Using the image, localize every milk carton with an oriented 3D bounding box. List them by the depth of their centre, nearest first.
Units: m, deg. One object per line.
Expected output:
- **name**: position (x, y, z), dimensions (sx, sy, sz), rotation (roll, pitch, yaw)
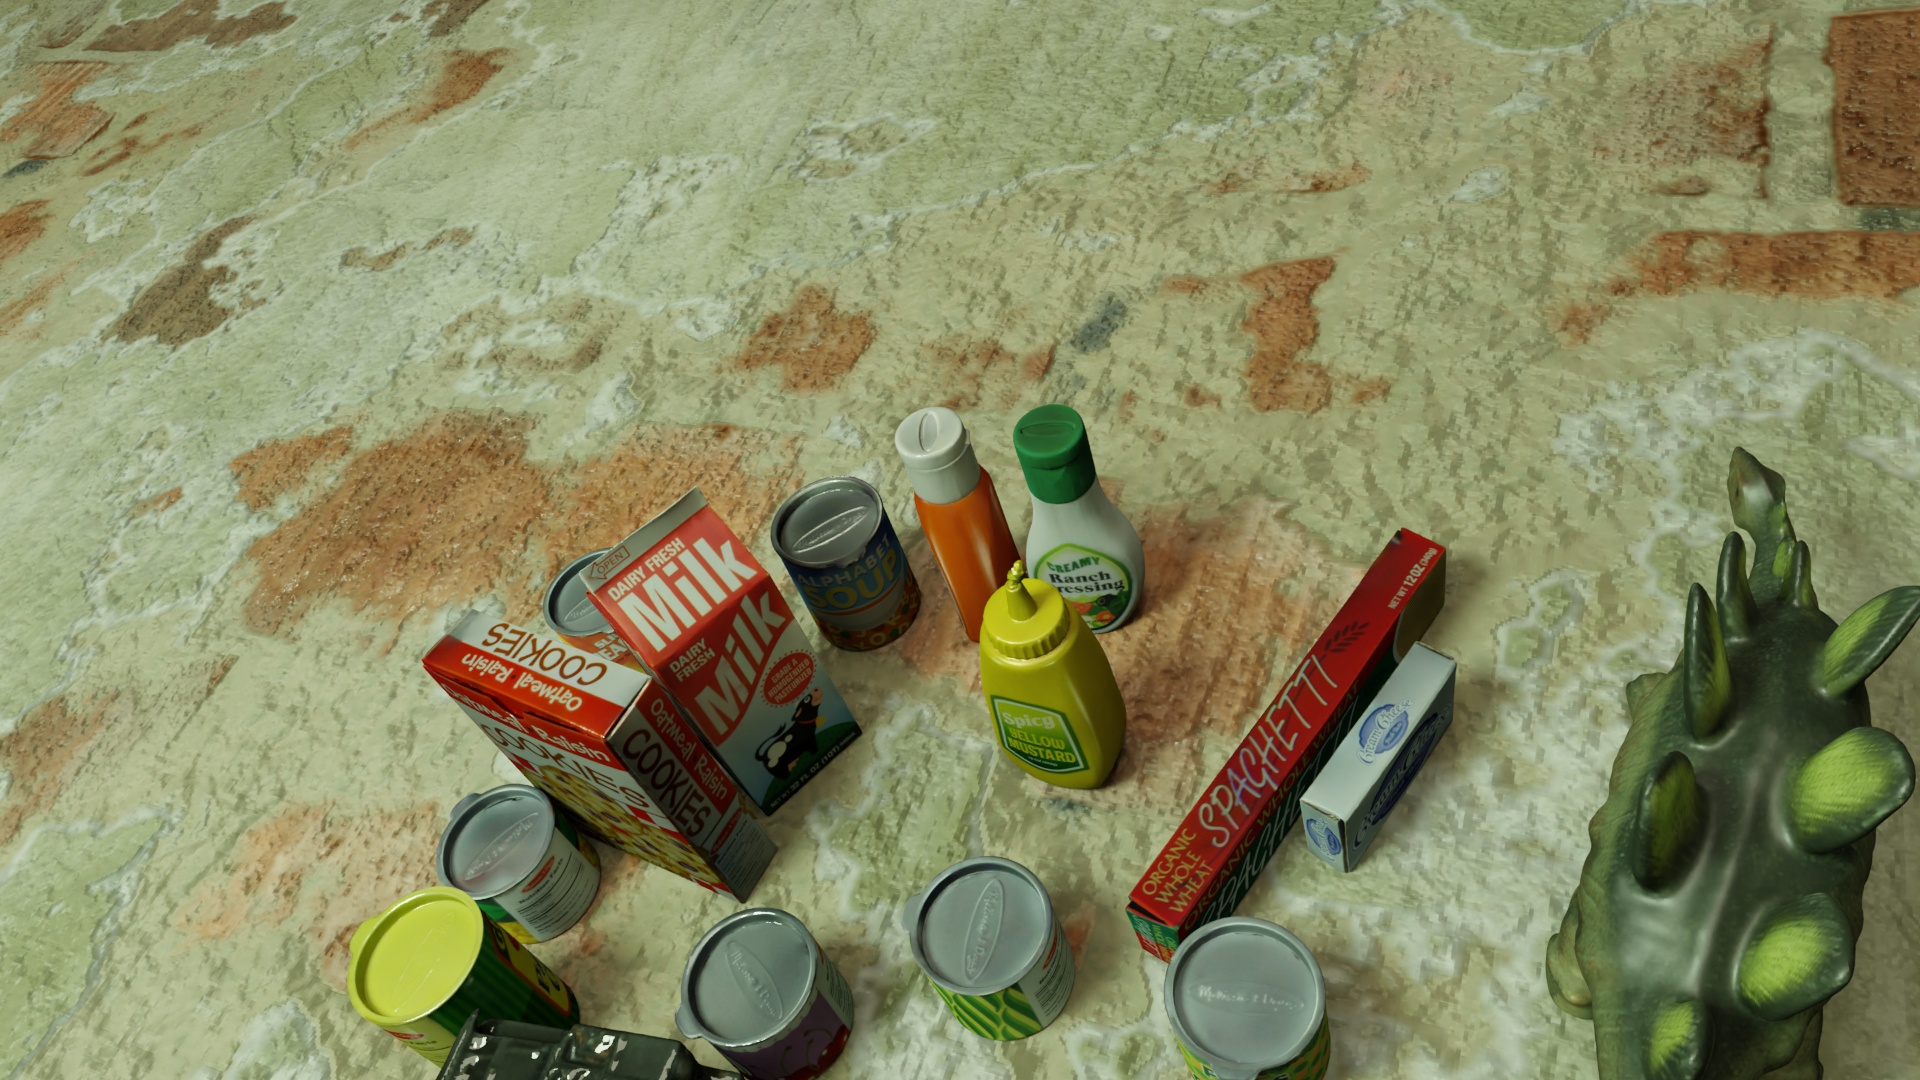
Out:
- **milk carton**: position (-0.126, 0.054, 0.718), dimensions (0.072, 0.189, 0.073), rotation (-40, 50, -17)

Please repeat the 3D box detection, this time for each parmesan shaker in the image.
- **parmesan shaker**: position (-0.238, 0.219, 0.671), dimensions (0.071, 0.102, 0.072), rotation (-9, 48, 11)

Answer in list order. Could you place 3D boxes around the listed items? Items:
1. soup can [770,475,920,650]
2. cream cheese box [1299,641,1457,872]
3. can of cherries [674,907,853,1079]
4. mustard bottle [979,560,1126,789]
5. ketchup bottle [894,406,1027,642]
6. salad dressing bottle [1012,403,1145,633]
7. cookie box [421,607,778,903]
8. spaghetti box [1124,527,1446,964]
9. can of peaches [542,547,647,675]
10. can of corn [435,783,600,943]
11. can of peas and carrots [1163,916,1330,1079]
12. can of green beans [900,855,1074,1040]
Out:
- **soup can**: position (-0.064, 0.016, 0.802), dimensions (0.071, 0.083, 0.072), rotation (-9, 48, 11)
- **cream cheese box**: position (0.200, 0.103, 0.660), dimensions (0.024, 0.053, 0.104), rotation (27, 63, 35)
- **can of cherries**: position (-0.092, 0.217, 0.654), dimensions (0.071, 0.058, 0.072), rotation (-9, 48, 11)
- **mustard bottle**: position (0.039, 0.063, 0.676), dimensions (0.065, 0.159, 0.049), rotation (9, 54, 25)
- **ketchup bottle**: position (0.003, -0.010, 0.759), dimensions (0.043, 0.148, 0.065), rotation (-10, 48, 10)
- **salad dressing bottle**: position (0.060, -0.009, 0.740), dimensions (0.064, 0.147, 0.044), rotation (-3, 50, 16)
- **cookie box**: position (-0.178, 0.112, 0.700), dimensions (0.123, 0.166, 0.040), rotation (15, 57, 29)
- **spaghetti box**: position (0.165, 0.098, 0.679), dimensions (0.029, 0.050, 0.251), rotation (26, 62, 34)
- **can of peaches**: position (-0.208, 0.049, 0.839), dimensions (0.071, 0.057, 0.071), rotation (-9, 48, 11)
- **can of corn**: position (-0.236, 0.172, 0.742), dimensions (0.071, 0.058, 0.071), rotation (-9, 48, 11)
- **can of peas and carrots**: position (0.123, 0.206, 0.593), dimensions (0.071, 0.058, 0.071), rotation (-9, 48, 11)
- **can of green beans**: position (0.016, 0.189, 0.643), dimensions (0.071, 0.057, 0.071), rotation (-9, 48, 11)
